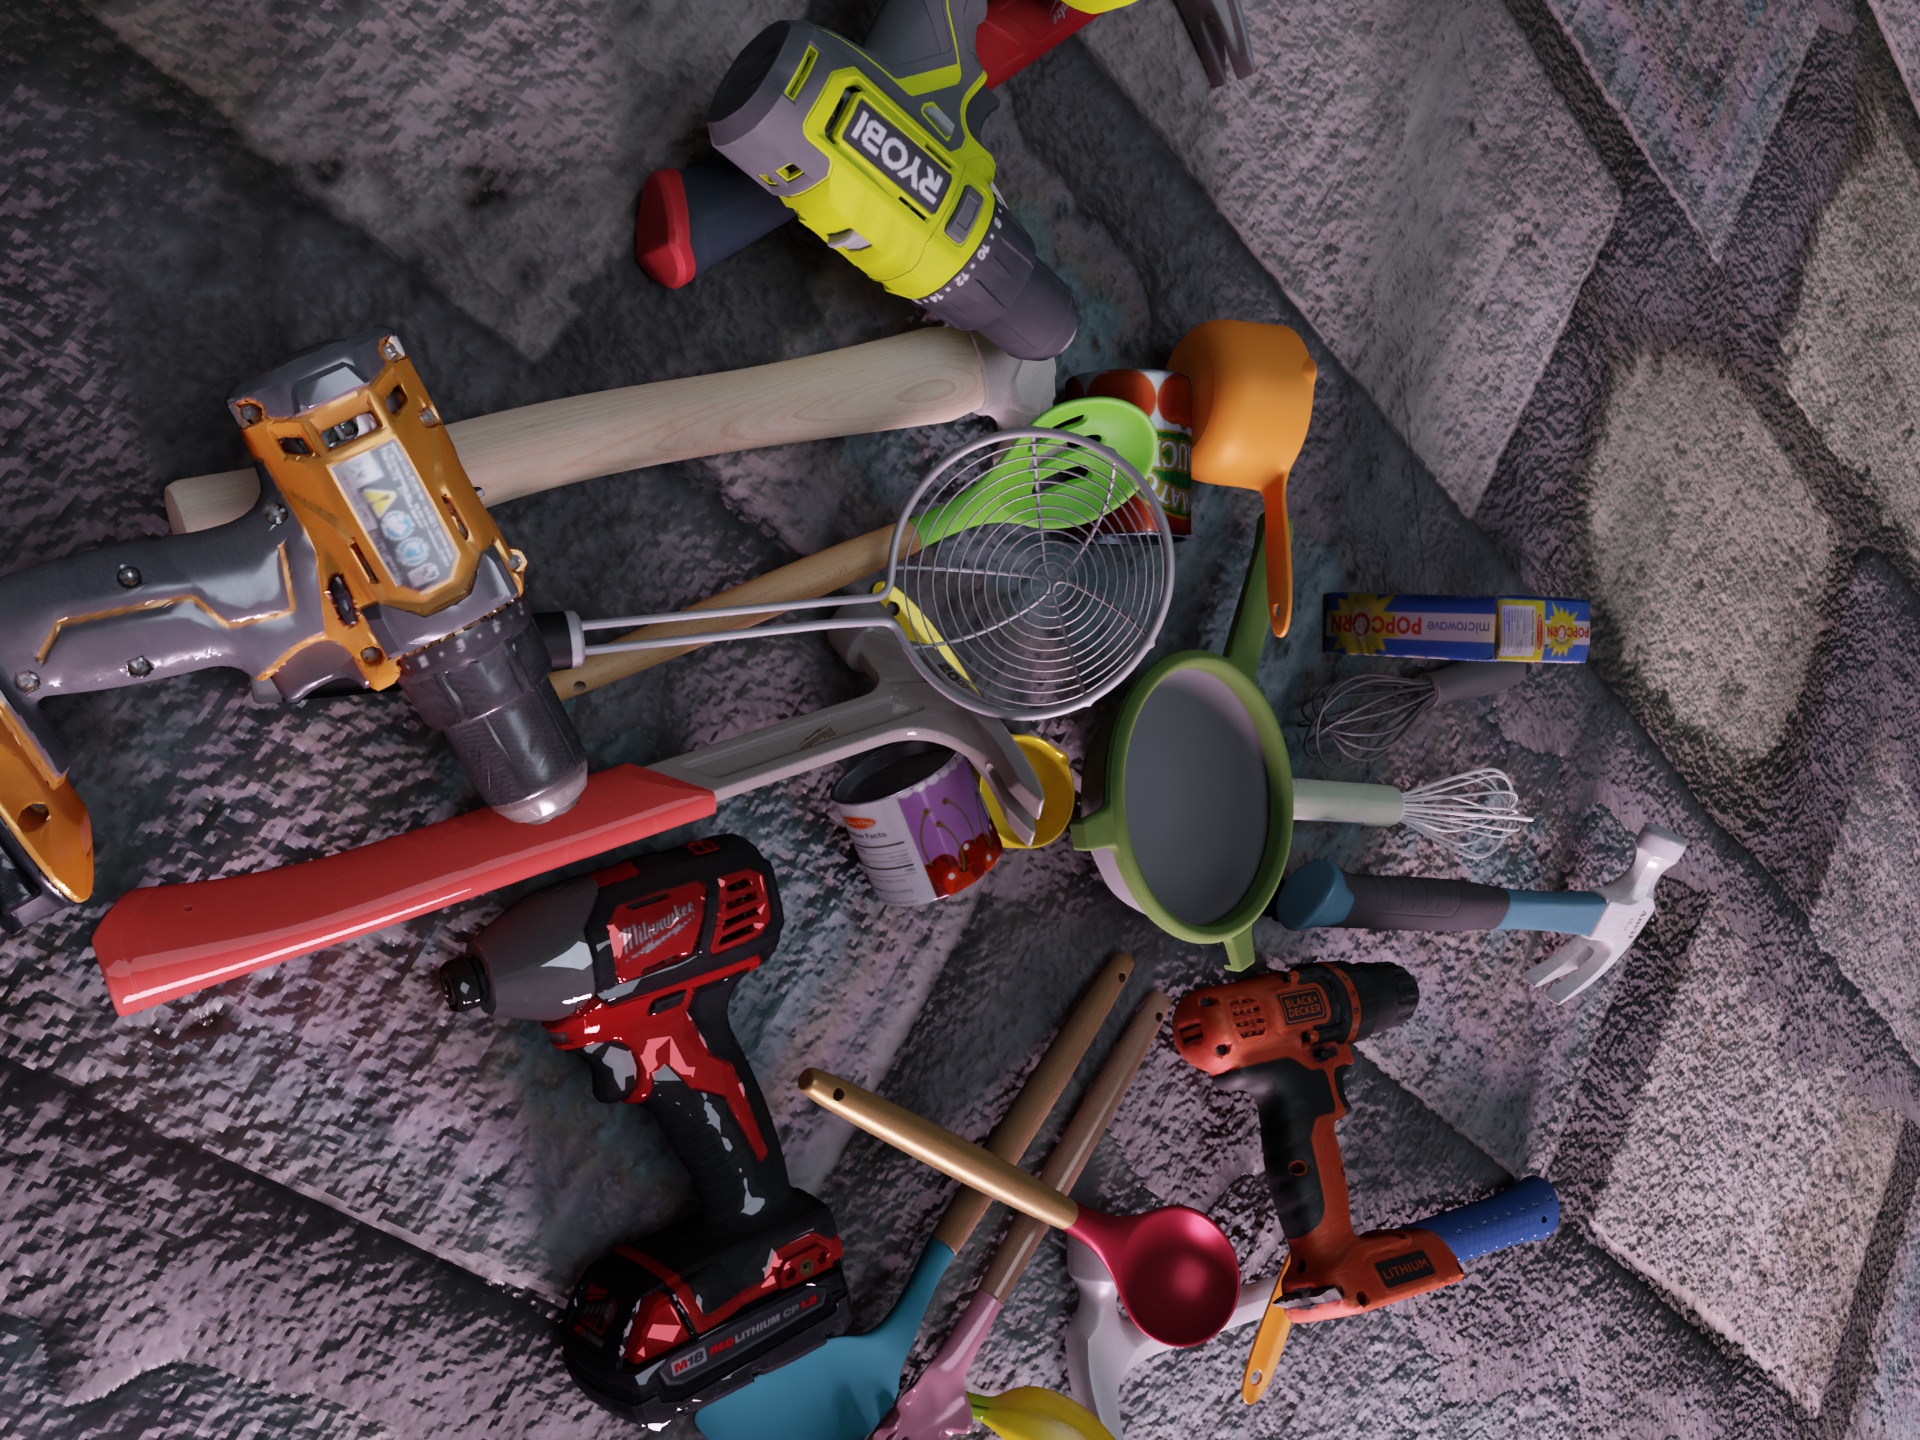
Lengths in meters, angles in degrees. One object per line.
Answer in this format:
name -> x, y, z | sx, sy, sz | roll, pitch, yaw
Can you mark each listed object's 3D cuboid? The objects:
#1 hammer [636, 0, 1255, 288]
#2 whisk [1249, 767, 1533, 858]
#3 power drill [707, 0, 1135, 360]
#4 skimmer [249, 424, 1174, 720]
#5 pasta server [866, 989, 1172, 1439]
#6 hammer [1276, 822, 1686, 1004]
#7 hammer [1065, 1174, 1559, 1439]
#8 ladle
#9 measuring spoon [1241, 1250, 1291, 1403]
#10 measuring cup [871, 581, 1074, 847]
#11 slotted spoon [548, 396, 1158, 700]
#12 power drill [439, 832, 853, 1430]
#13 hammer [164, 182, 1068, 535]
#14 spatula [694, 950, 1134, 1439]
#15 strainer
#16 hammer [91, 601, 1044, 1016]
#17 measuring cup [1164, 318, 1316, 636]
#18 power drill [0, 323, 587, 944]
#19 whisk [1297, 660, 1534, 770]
hammer -> 0.003, -0.302, 0.774 | 0.386, 0.038, 0.143 | -43, 116, -27
whisk -> 0.261, 0.052, 0.954 | 0.246, 0.058, 0.059 | 5, 97, -37
power drill -> 0.013, -0.293, 0.712 | 0.190, 0.080, 0.228 | 31, 78, -34
skimmer -> -0.091, -0.046, 0.641 | 0.363, 0.090, 0.127 | -8, 84, -23
pasta server -> 0.034, 0.271, 0.810 | 0.060, 0.040, 0.316 | 48, 63, -27
hammer -> 0.324, 0.115, 0.988 | 0.330, 0.033, 0.128 | 7, 113, -35
hammer -> 0.224, 0.337, 0.953 | 0.405, 0.035, 0.144 | -1, 92, -36
ladle -> 0.035, 0.229, 0.759 | 0.315, 0.031, 0.069 | 38, 65, -36
measuring spoon -> 0.178, 0.325, 0.893 | 0.021, 0.011, 0.117 | 26, 79, -26
measuring cup -> -0.001, -0.003, 0.794 | 0.062, 0.029, 0.156 | -42, 102, -28
slotted spoon -> -0.044, -0.077, 0.724 | 0.314, 0.031, 0.070 | -26, 134, -21
power drill -> -0.131, 0.168, 0.672 | 0.143, 0.078, 0.219 | -15, 97, -36
hammer -> -0.126, -0.139, 0.688 | 0.410, 0.038, 0.146 | -20, 101, -33
spatula -> -0.003, 0.238, 0.797 | 0.082, 0.044, 0.317 | 53, 59, -25
strainer -> 0.122, -0.004, 0.857 | 0.151, 0.069, 0.256 | 39, 59, -35
hammer -> -0.146, 0.045, 0.638 | 0.359, 0.149, 0.036 | -19, 140, -28
measuring cup -> 0.143, -0.128, 0.835 | 0.052, 0.095, 0.174 | 5, 73, -21
power drill -> -0.254, -0.007, 0.546 | 0.226, 0.084, 0.185 | -30, 111, -17
whisk -> 0.288, -0.015, 0.983 | 0.239, 0.055, 0.055 | -15, 100, -39
